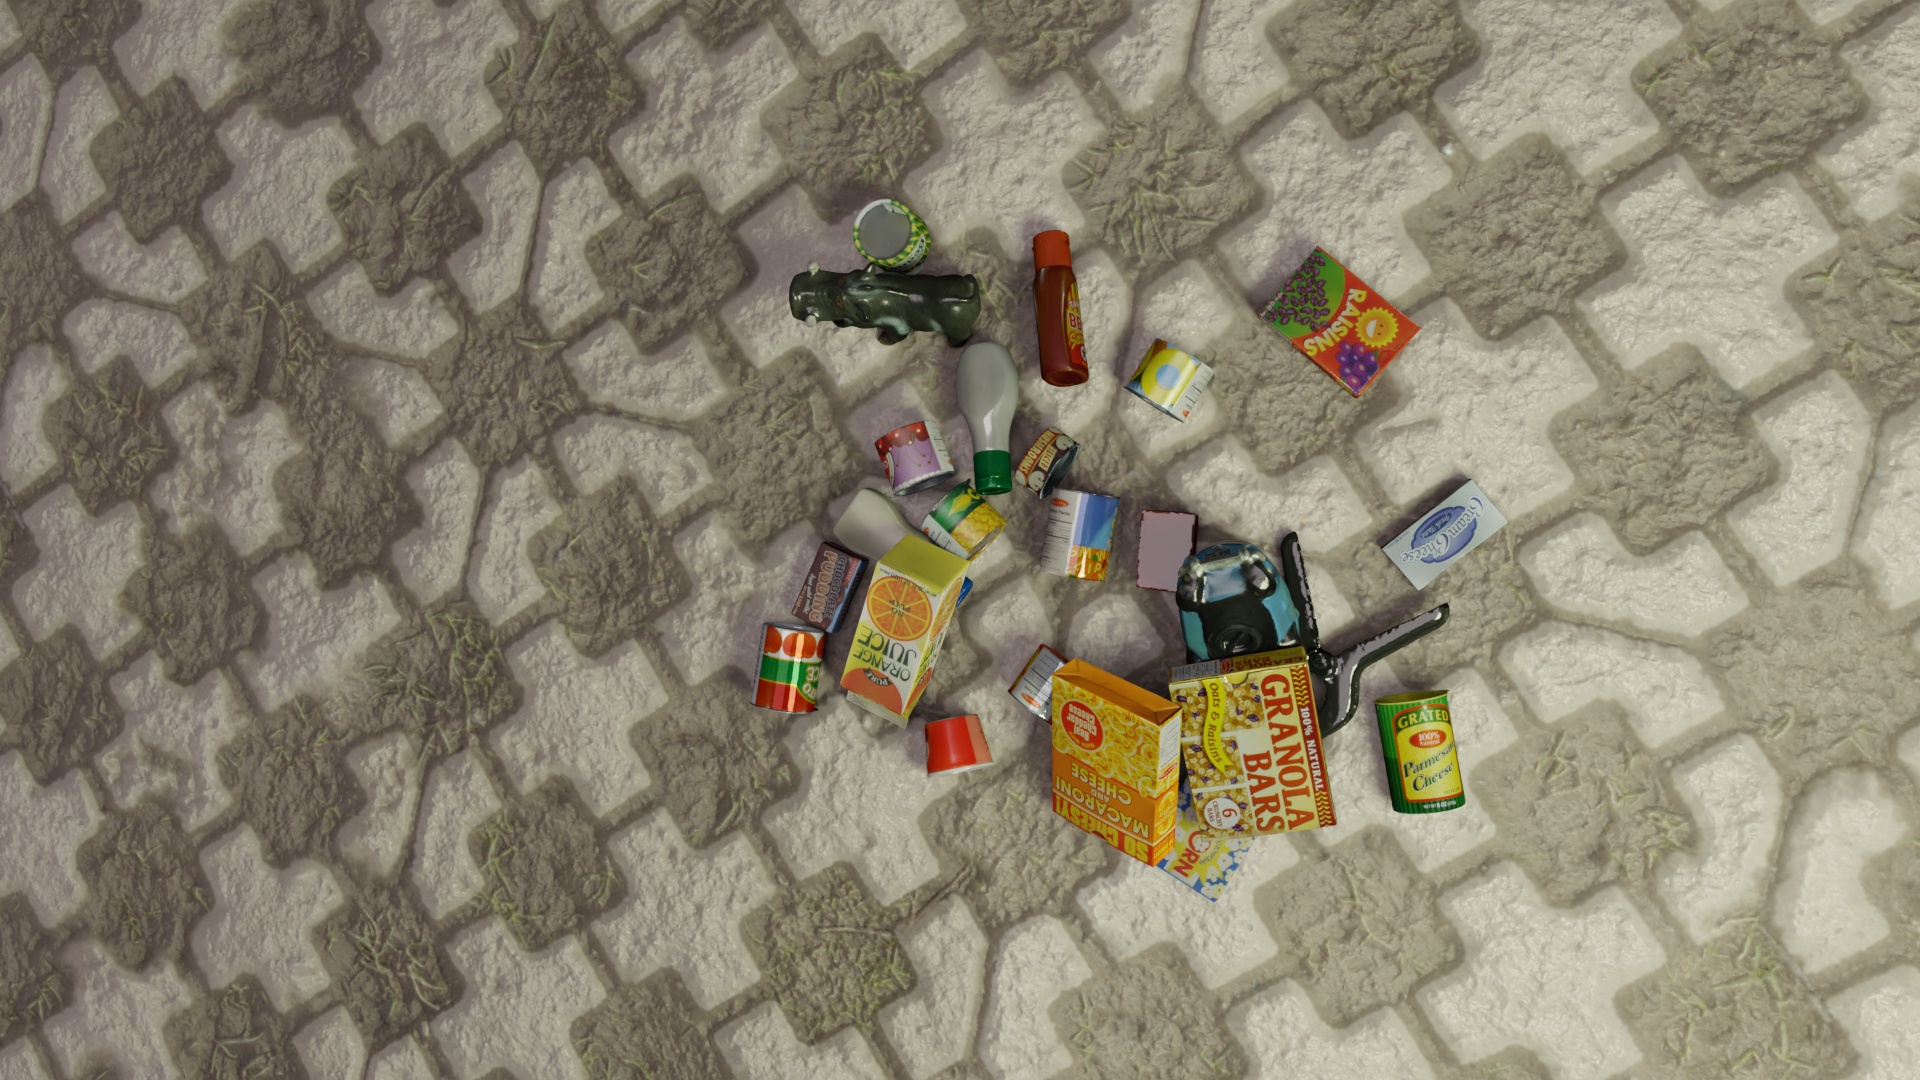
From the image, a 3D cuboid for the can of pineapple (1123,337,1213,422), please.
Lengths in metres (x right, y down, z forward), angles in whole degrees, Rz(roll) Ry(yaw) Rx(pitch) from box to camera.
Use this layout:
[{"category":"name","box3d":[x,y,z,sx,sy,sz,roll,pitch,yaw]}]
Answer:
[{"category":"can of pineapple","box3d":[0.199,-0.155,1.333,0.071,0.071,0.058,33,97,11]}]

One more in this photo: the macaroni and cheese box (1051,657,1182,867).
[{"category":"macaroni and cheese box","box3d":[0.142,0.207,1.295,0.124,0.040,0.165,23,127,38]}]

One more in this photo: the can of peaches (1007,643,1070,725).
[{"category":"can of peaches","box3d":[0.089,0.142,1.356,0.071,0.071,0.058,35,92,11]}]

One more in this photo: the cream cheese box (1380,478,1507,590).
[{"category":"cream cheese box","box3d":[0.451,-0.005,1.294,0.103,0.024,0.053,-40,82,10]}]

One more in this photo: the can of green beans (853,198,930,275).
[{"category":"can of green beans","box3d":[-0.069,-0.306,1.402,0.071,0.058,0.071,0,90,13]}]

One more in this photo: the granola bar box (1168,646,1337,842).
[{"category":"granola bar box","box3d":[0.265,0.187,1.261,0.124,0.039,0.165,-11,106,13]}]

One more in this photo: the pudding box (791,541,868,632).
[{"category":"pudding box","box3d":[-0.134,0.048,1.427,0.050,0.030,0.083,25,95,11]}]

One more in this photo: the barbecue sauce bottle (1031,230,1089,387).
[{"category":"barbecue sauce bottle","box3d":[0.095,-0.229,1.363,0.043,0.065,0.148,-10,79,21]}]

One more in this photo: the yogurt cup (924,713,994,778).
[{"category":"yogurt cup","box3d":[-0.004,0.204,1.379,0.072,0.072,0.054,-13,79,13]}]

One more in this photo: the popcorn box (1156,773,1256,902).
[{"category":"popcorn box","box3d":[0.241,0.270,1.333,0.085,0.038,0.126,32,97,13]}]

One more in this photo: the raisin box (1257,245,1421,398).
[{"category":"raisin box","box3d":[0.356,-0.205,1.311,0.123,0.040,0.086,42,98,10]}]

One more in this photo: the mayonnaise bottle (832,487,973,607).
[{"category":"mayonnaise bottle","box3d":[-0.055,0.012,1.405,0.148,0.041,0.064,38,100,9]}]

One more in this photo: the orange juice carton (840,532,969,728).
[{"category":"orange juice carton","box3d":[-0.060,0.098,1.370,0.072,0.073,0.191,25,120,12]}]

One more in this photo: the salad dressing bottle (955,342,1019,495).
[{"category":"salad dressing bottle","box3d":[0.028,-0.119,1.371,0.064,0.044,0.148,-9,76,26]}]

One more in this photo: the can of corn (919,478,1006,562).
[{"category":"can of corn","box3d":[0.005,-0.017,1.378,0.058,0.071,0.071,44,99,9]}]

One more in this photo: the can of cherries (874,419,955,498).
[{"category":"can of cherries","box3d":[-0.048,-0.081,1.389,0.071,0.071,0.058,-22,85,12]}]

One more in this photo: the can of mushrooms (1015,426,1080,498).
[{"category":"can of mushrooms","box3d":[0.085,-0.077,1.357,0.033,0.071,0.071,37,98,12]}]

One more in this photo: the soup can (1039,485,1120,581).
[{"category":"soup can","box3d":[0.118,-0.006,1.352,0.071,0.071,0.083,10,93,13]}]

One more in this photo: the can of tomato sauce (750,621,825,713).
[{"category":"can of tomato sauce","box3d":[-0.174,0.130,1.418,0.071,0.071,0.083,9,91,13]}]

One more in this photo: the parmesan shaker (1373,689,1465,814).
[{"category":"parmesan shaker","box3d":[0.425,0.194,1.277,0.071,0.071,0.103,-10,88,13]}]
